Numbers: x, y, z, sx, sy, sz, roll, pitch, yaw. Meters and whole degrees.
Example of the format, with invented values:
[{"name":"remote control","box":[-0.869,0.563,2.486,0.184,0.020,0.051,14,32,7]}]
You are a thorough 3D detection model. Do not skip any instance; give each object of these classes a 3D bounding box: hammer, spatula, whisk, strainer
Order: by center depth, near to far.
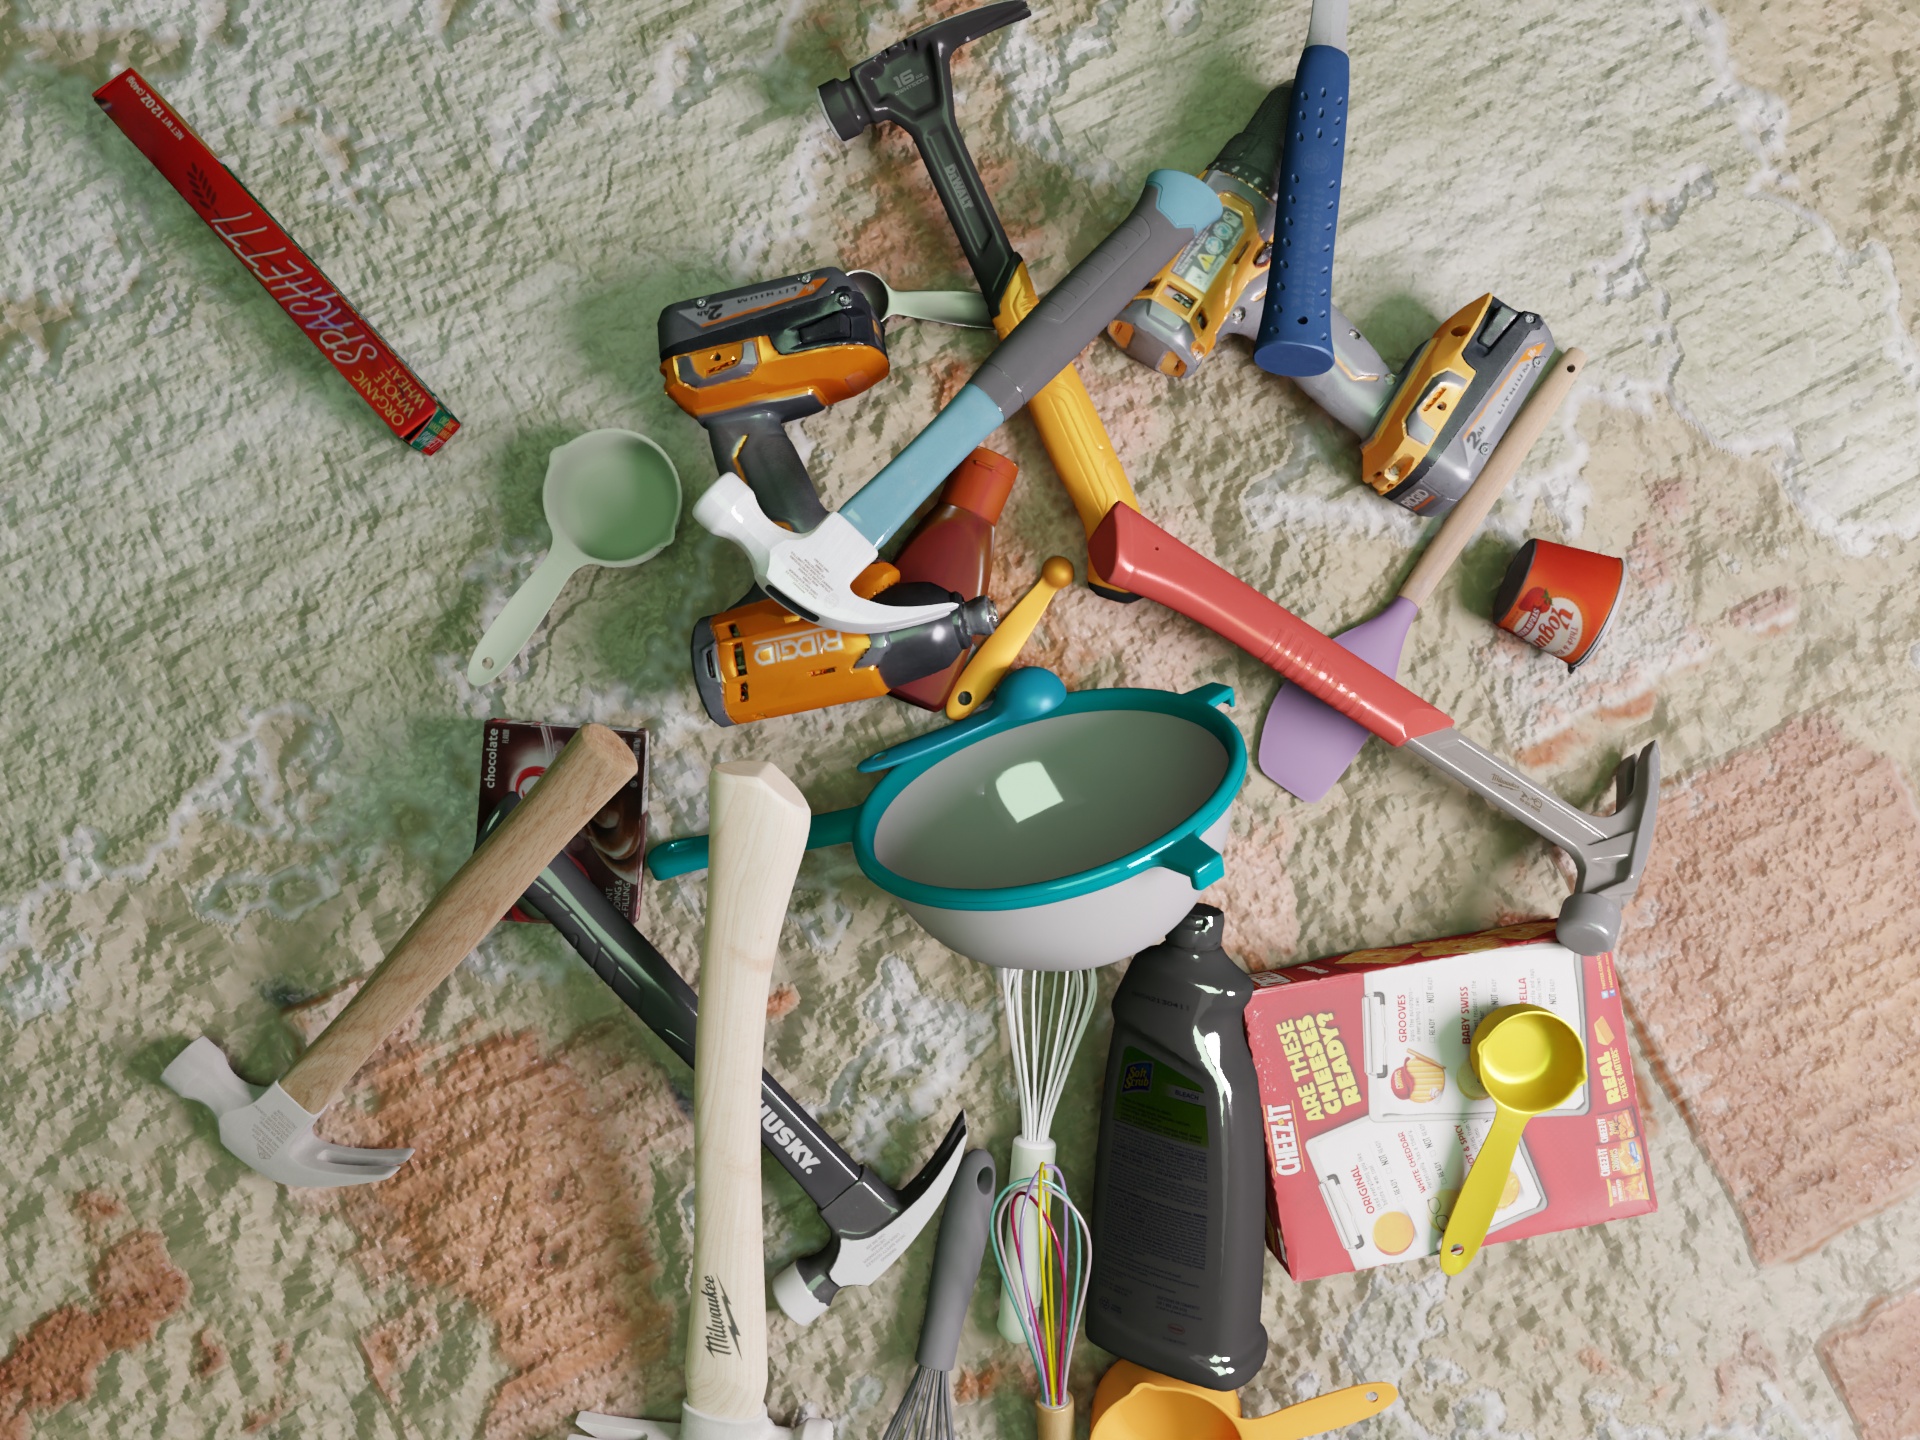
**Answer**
[{"name":"hammer","box":[0.020,-0.175,0.827,0.128,0.033,0.331,44,75,-6]},{"name":"hammer","box":[-0.281,0.127,0.835,0.130,0.031,0.331,43,107,-4]},{"name":"hammer","box":[-0.131,0.220,0.835,0.146,0.038,0.410,5,104,3]},{"name":"strainer","box":[-0.005,0.082,0.867,0.340,0.211,0.095,-11,115,17]},{"name":"hammer","box":[-0.139,0.170,0.869,0.146,0.035,0.334,-40,99,4]},{"name":"whisk","box":[0.049,0.360,0.881,0.051,0.047,0.245,-9,104,-21]},{"name":"hammer","box":[0.199,-0.381,0.889,0.144,0.035,0.406,10,74,-3]},{"name":"hammer","box":[0.233,-0.019,0.893,0.359,0.036,0.149,33,55,-3]},{"name":"whisk","box":[-0.011,0.362,0.898,0.055,0.055,0.239,13,83,-4]},{"name":"hammer","box":[0.043,-0.226,0.899,0.127,0.034,0.337,-23,97,11]},{"name":"whisk","box":[0.042,0.233,0.907,0.059,0.057,0.246,6,91,30]},{"name":"spatula","box":[0.277,-0.092,0.942,0.060,0.018,0.316,36,87,-2]}]

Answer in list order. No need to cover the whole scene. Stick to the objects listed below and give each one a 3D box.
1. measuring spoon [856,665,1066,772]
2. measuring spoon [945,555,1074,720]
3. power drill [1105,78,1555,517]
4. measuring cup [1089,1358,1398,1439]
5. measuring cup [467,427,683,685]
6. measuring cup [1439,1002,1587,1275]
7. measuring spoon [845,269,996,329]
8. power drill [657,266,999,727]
[{"name":"measuring spoon","box":[-0.001,-0.003,0.900,0.128,0.042,0.021,-22,115,-10]},{"name":"measuring spoon","box":[0.028,-0.048,0.925,0.021,0.011,0.117,37,86,-3]},{"name":"power drill","box":[0.222,-0.245,0.914,0.226,0.084,0.185,32,85,1]},{"name":"measuring cup","box":[0.155,0.384,0.888,0.173,0.052,0.095,-19,100,8]},{"name":"measuring cup","box":[-0.221,-0.087,0.895,0.083,0.038,0.167,37,88,-3]},{"name":"measuring cup","box":[0.289,0.226,0.865,0.062,0.029,0.156,17,99,-2]},{"name":"measuring spoon","box":[-0.014,-0.239,0.928,0.124,0.018,0.034,3,90,-11]},{"name":"power drill","box":[-0.074,-0.121,0.862,0.164,0.084,0.226,-11,83,9]}]
